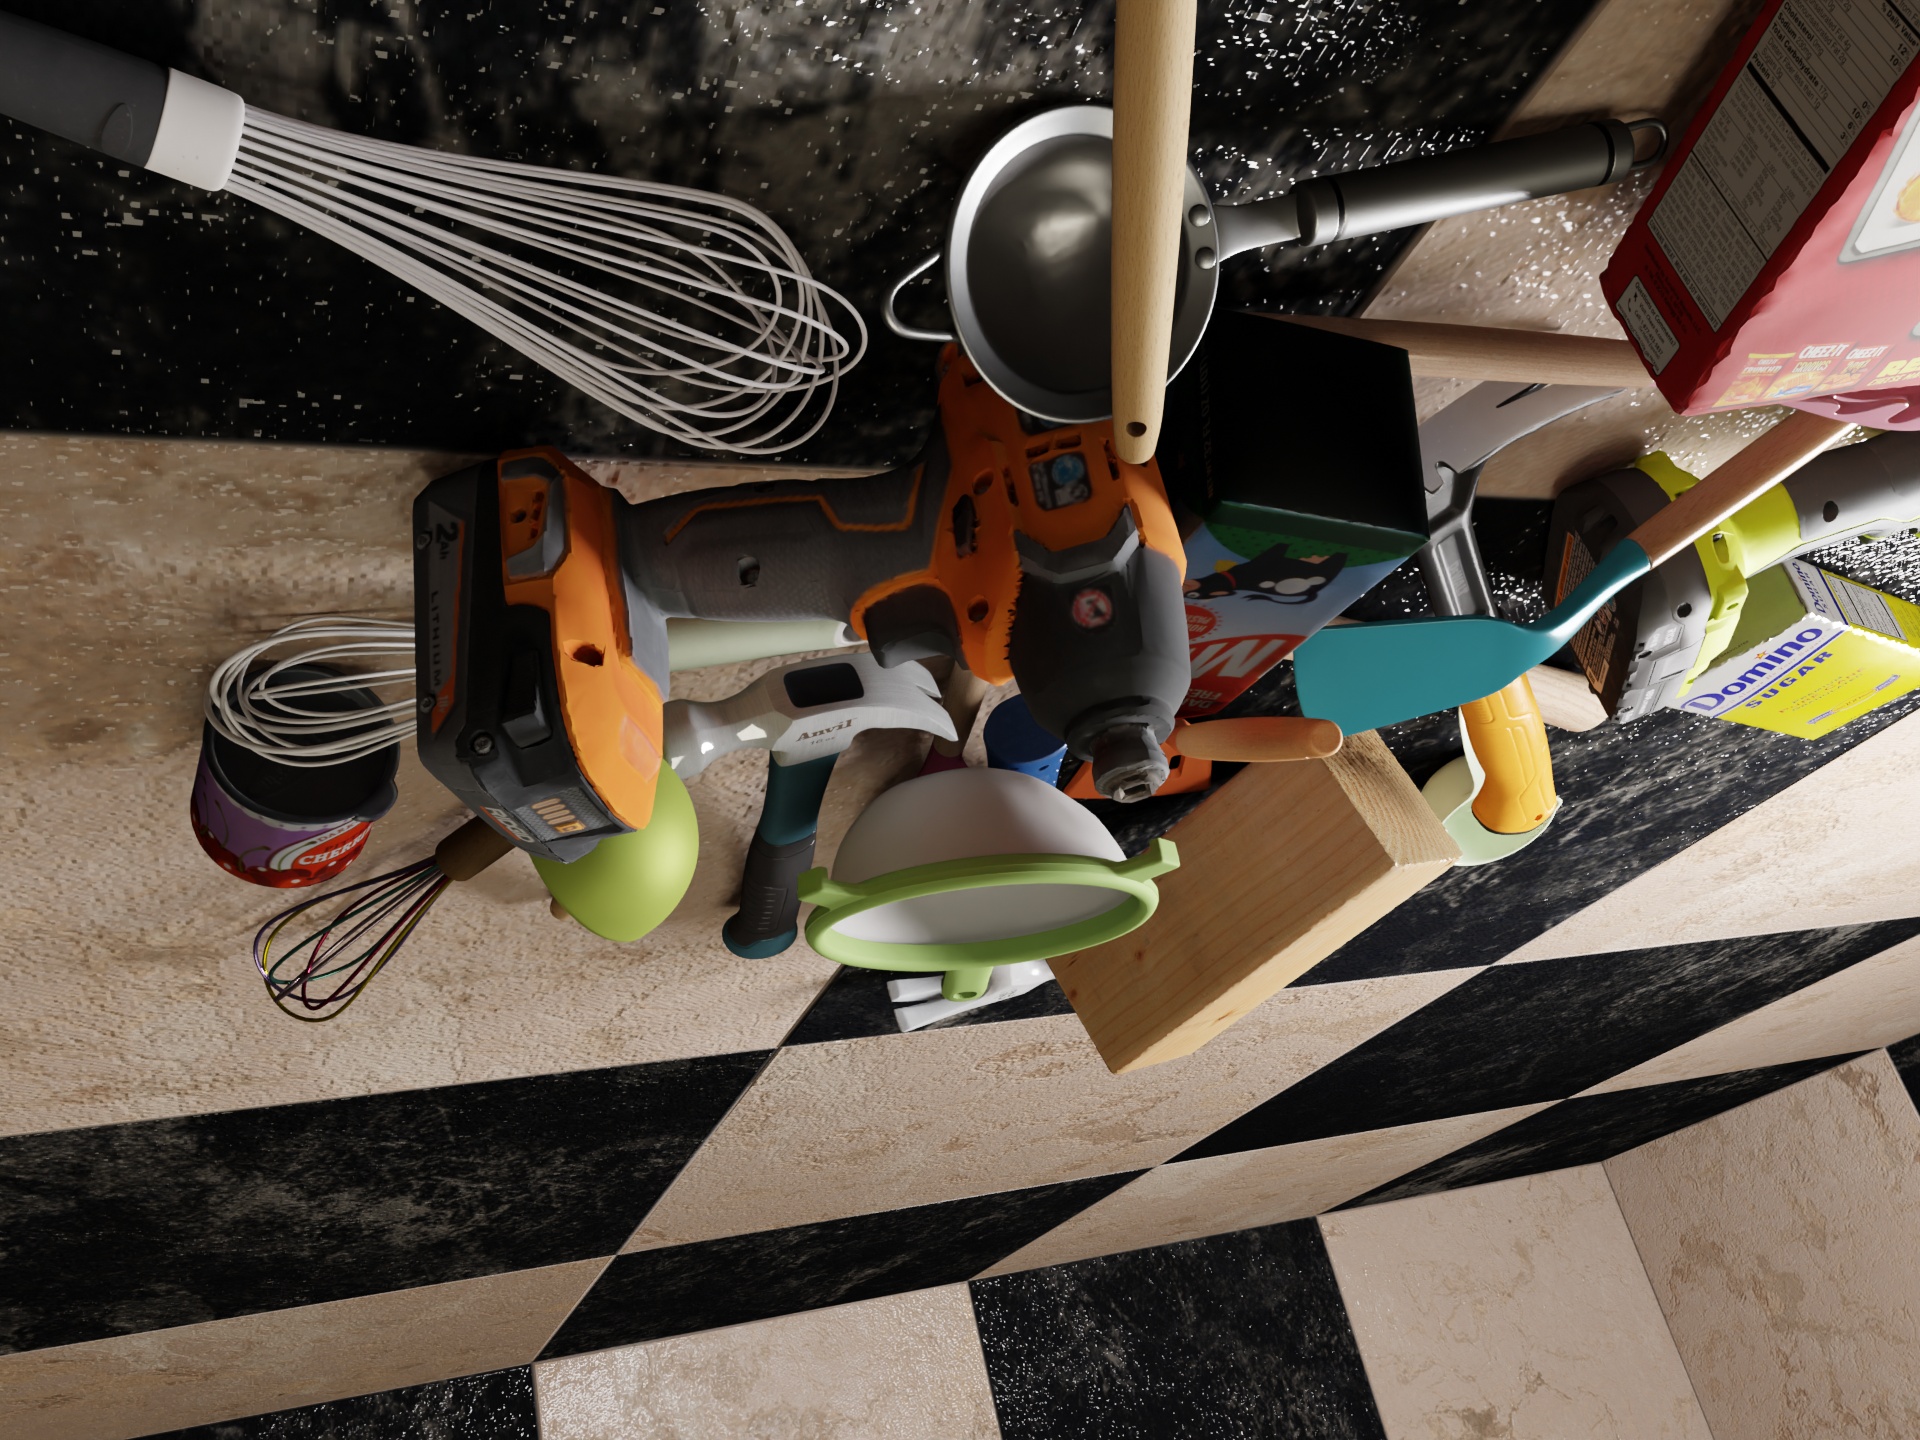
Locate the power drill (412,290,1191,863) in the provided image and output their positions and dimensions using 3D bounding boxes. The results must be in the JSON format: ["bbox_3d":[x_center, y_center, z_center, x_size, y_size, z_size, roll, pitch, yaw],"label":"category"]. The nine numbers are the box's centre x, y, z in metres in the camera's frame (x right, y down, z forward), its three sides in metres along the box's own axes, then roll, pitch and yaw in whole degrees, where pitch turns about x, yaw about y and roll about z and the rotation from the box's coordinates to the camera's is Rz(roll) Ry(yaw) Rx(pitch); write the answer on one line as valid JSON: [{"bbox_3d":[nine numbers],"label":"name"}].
[{"bbox_3d":[-0.044,-0.030,0.484,0.226,0.164,0.084,-15,151,5],"label":"power drill"}]

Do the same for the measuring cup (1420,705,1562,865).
[{"bbox_3d":[0.296,0.022,0.916,0.083,0.038,0.167,-21,136,6],"label":"measuring cup"}]

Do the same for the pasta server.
[{"bbox_3d":[0.213,-0.127,0.538,0.316,0.060,0.040,1,150,-11],"label":"pasta server"}]

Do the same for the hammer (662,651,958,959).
[{"bbox_3d":[-0.084,0.054,0.747,0.128,0.033,0.330,-16,160,-17],"label":"hammer"}]

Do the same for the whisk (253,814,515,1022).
[{"bbox_3d":[-0.244,0.077,0.731,0.245,0.047,0.051,-32,148,26],"label":"whisk"}]

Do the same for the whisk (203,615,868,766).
[{"bbox_3d":[-0.142,-0.025,0.579,0.246,0.059,0.057,-10,139,-21],"label":"whisk"}]

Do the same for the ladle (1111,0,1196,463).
[{"bbox_3d":[0.043,-0.174,0.330,0.069,0.031,0.315,6,142,8],"label":"ladle"}]

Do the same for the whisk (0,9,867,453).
[{"bbox_3d":[-0.144,-0.126,0.372,0.284,0.070,0.070,13,143,-36],"label":"whisk"}]

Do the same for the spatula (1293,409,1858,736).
[{"bbox_3d":[0.271,-0.086,0.607,0.317,0.044,0.082,-34,145,-3],"label":"spatula"}]

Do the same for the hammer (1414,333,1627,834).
[{"bbox_3d":[0.238,-0.029,0.702,0.127,0.034,0.336,-35,145,5],"label":"hammer"}]

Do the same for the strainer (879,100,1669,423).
[{"bbox_3d":[0.095,-0.146,0.465,0.258,0.050,0.086,-15,111,-11],"label":"strainer"}]

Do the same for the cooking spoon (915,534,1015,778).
[{"bbox_3d":[-0.001,-0.002,0.722,0.069,0.017,0.318,-23,158,-22],"label":"cooking spoon"}]

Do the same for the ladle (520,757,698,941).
[{"bbox_3d":[-0.164,0.066,0.670,0.062,0.078,0.320,-24,176,-23],"label":"ladle"}]

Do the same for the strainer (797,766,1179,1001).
[{"bbox_3d":[0.004,0.077,0.735,0.151,0.069,0.256,-5,160,-4],"label":"strainer"}]

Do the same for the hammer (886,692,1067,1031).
[{"bbox_3d":[0.024,0.092,0.880,0.144,0.035,0.405,-16,156,-8],"label":"hammer"}]

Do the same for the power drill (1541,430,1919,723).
[{"bbox_3d":[0.380,-0.084,0.695,0.223,0.080,0.171,-21,153,6],"label":"power drill"}]

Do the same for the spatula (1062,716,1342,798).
[{"bbox_3d":[0.109,0.018,0.703,0.081,0.041,0.322,-3,179,-6],"label":"spatula"}]

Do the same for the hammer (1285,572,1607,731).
[{"bbox_3d":[0.216,-0.030,0.761,0.331,0.031,0.130,9,146,-38],"label":"hammer"}]
